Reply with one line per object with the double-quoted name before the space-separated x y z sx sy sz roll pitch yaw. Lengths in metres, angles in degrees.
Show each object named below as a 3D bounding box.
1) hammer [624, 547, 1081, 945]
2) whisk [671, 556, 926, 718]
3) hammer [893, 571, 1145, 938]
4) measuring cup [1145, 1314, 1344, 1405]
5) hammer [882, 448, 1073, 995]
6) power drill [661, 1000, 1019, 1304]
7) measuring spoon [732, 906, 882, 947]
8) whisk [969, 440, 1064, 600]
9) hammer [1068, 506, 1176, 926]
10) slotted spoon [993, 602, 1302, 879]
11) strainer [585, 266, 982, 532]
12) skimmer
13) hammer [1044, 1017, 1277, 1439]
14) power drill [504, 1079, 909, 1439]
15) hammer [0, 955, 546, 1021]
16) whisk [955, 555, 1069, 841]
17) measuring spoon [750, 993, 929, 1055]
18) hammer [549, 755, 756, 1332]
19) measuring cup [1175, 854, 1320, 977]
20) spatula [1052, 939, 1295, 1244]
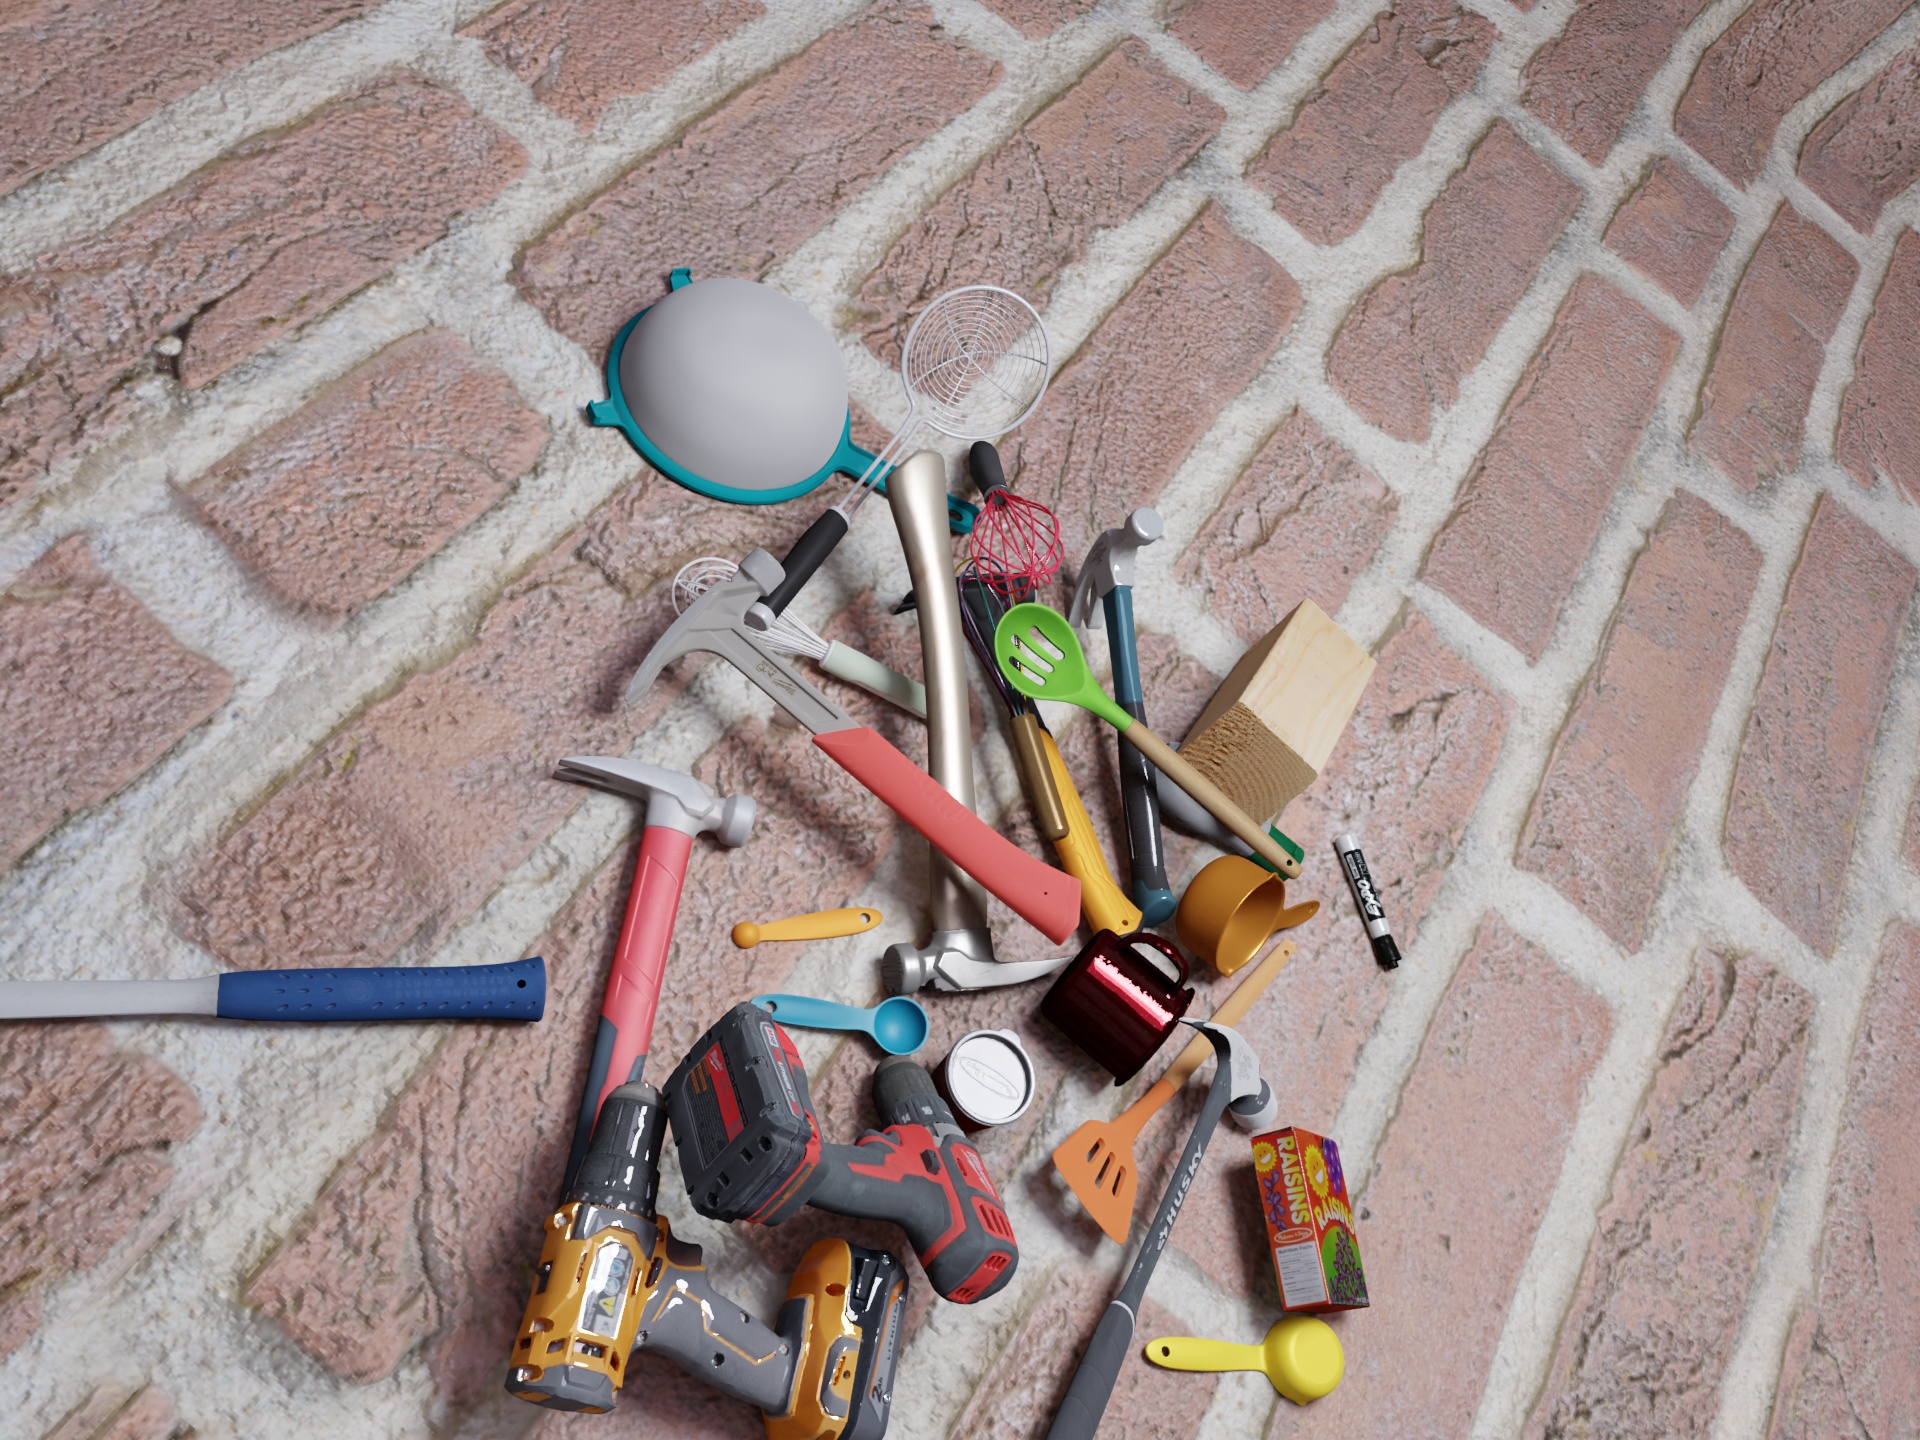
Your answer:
"hammer" -0.064 0.040 1.135 0.359 0.036 0.149 40 78 5
"whisk" -0.111 -0.055 1.243 0.246 0.058 0.059 27 89 -14
"hammer" 0.059 0.029 1.275 0.127 0.034 0.337 -9 66 -31
"measuring cup" 0.204 0.448 1.123 0.156 0.029 0.062 12 59 -22
"hammer" -0.002 -0.004 1.206 0.146 0.038 0.411 0 79 -28
"power drill" -0.072 0.257 0.998 0.226 0.080 0.188 33 16 -35
"measuring spoon" -0.108 0.147 1.148 0.117 0.011 0.021 -4 65 -28
"whisk" 0.033 -0.174 1.295 0.073 0.073 0.296 19 23 -16
"hammer" 0.140 0.001 1.300 0.033 0.128 0.331 3 71 -23
"slotted spoon" 0.147 0.022 1.239 0.313 0.031 0.070 40 73 -7
"strainer" -0.121 -0.261 1.317 0.340 0.095 0.211 27 55 -9
"skimmer" -0.049 -0.206 1.258 0.127 0.090 0.363 50 54 -23
"hammer" 0.116 0.387 1.079 0.409 0.036 0.149 -58 139 -31
"power drill" -0.145 0.334 0.961 0.226 0.084 0.185 26 54 -25
"hammer" -0.455 0.170 0.949 0.405 0.035 0.144 3 62 -25
"whisk" 0.039 -0.019 1.253 0.047 0.051 0.245 -13 71 -11
"measuring spoon" -0.086 0.212 1.124 0.128 0.021 0.042 11 63 -10
"hammer" -0.235 0.203 1.038 0.143 0.038 0.387 17 57 -16
"measuring cup" 0.236 0.150 1.291 0.052 0.095 0.173 31 18 33
"spatula" 0.176 0.262 1.207 0.322 0.041 0.081 -38 92 -37
